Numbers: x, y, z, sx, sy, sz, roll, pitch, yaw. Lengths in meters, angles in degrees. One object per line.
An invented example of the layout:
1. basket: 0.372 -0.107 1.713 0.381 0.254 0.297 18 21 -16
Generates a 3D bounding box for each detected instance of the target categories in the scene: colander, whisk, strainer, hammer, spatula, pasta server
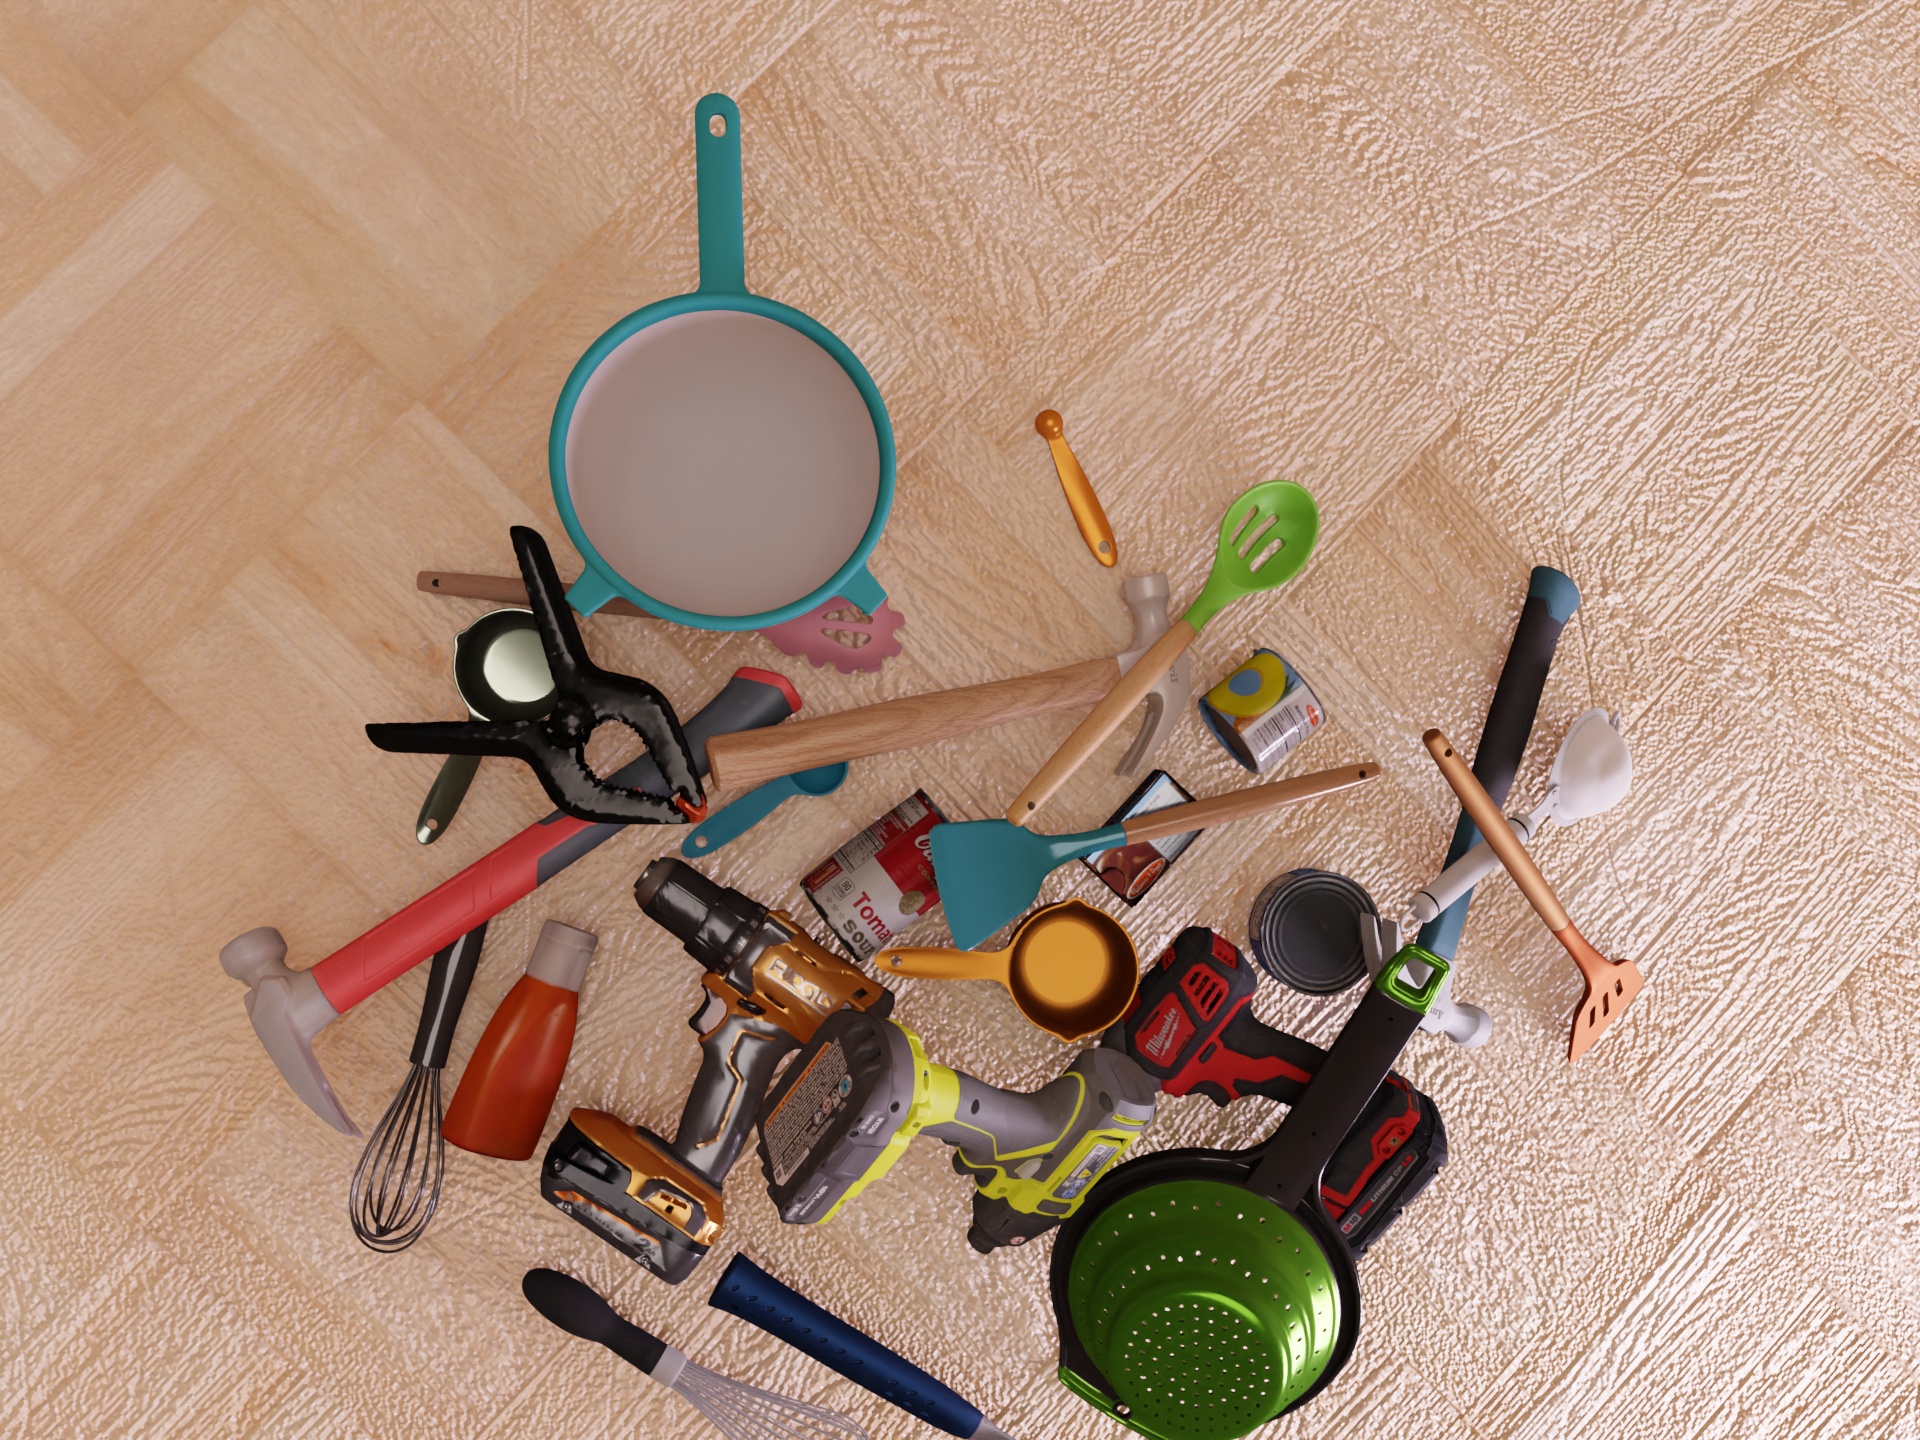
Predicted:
1. colander: 0.190 0.316 0.990 0.204 0.094 0.397 29 106 4
2. whisk: -0.162 0.436 1.034 0.284 0.070 0.070 33 86 -2
3. whisk: -0.337 0.218 1.014 0.055 0.055 0.239 14 84 -7
4. strainer: -0.153 -0.220 1.018 0.211 0.095 0.340 -1 84 -10
5. hammer: -0.002 -0.003 1.041 0.331 0.031 0.130 -13 93 -16
6. spatula: 0.134 0.071 1.042 0.317 0.044 0.082 -14 91 -11
7. pasta server: -0.194 -0.074 1.044 0.316 0.040 0.060 6 89 -3
8. strainer: 0.384 0.070 1.071 0.258 0.050 0.086 -33 126 -22
9. hammer: 0.363 0.053 1.097 0.128 0.033 0.331 24 82 -31
10. spatula: 0.377 0.115 1.047 0.081 0.041 0.322 -45 117 -8
11. hammer: 0.021 0.464 1.040 0.405 0.035 0.144 31 126 -1
12. hammer: -0.258 0.096 1.002 0.386 0.038 0.143 -34 76 -12

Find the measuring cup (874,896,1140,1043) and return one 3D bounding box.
1. measuring cup: 0.030 0.161 1.060 0.173 0.052 0.095 3 88 0

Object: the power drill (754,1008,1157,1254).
1. power drill: -0.007 0.266 0.993 0.223 0.080 0.171 20 117 -33

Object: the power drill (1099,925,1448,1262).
1. power drill: 0.199 0.251 1.061 0.219 0.078 0.143 36 105 -1

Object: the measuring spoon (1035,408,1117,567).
1. measuring spoon: 0.081 -0.158 1.084 0.021 0.011 0.117 -24 93 -7

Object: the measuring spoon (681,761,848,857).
1. measuring spoon: -0.131 0.052 1.058 0.128 0.021 0.042 -33 95 3

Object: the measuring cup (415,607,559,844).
1. measuring cup: -0.305 0.004 1.026 0.083 0.038 0.167 29 95 -5

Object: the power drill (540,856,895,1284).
1. power drill: -0.177 0.216 1.019 0.185 0.084 0.226 37 81 -6

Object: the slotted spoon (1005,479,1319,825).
1. slotted spoon: 0.133 -0.046 1.049 0.314 0.031 0.070 -47 109 -19
